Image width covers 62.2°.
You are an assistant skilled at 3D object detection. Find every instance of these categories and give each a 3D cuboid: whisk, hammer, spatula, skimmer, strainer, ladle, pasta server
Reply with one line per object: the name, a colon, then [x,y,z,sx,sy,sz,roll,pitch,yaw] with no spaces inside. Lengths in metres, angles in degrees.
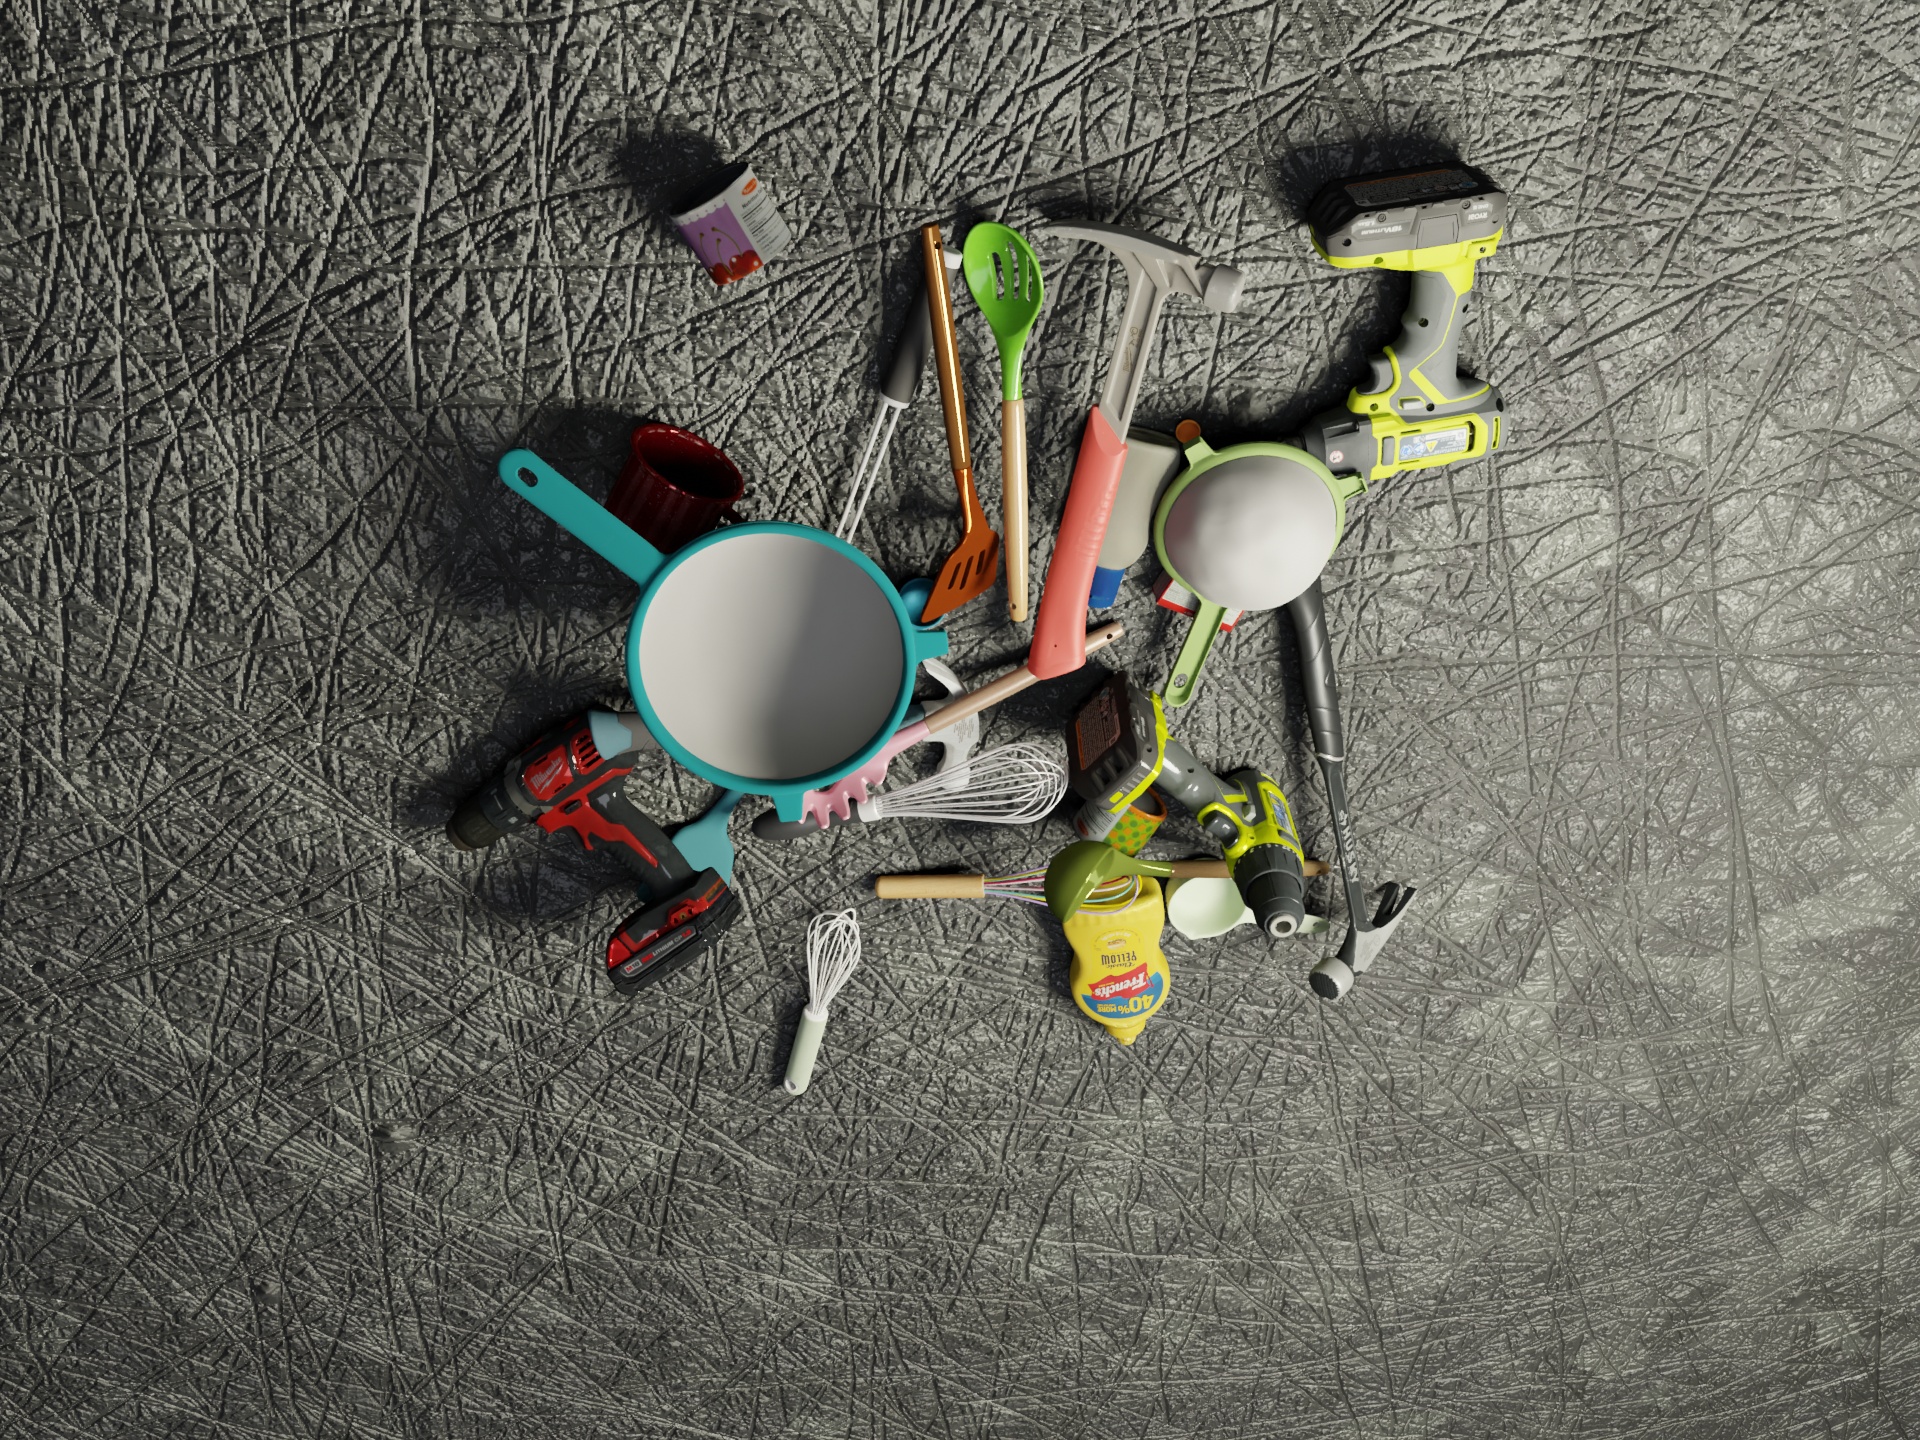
whisk: [0.043,0.147,1.456,0.245,0.051,0.047,-2,146,8]
whisk: [-0.138,0.275,1.533,0.058,0.059,0.246,30,126,19]
whisk: [-0.046,0.068,1.349,0.284,0.070,0.070,-10,124,15]
hammer: [0.097,-0.194,1.223,0.149,0.037,0.358,21,121,12]
hammer: [0.334,0.046,1.408,0.149,0.036,0.408,-35,122,-35]
spatula: [-0.177,0.044,1.378,0.082,0.044,0.317,24,116,-22]
skimmer: [-0.071,-0.181,1.216,0.127,0.090,0.363,18,119,-10]
hammer: [-0.143,0.006,1.331,0.331,0.033,0.128,-2,122,-17]
spatula: [-0.009,-0.217,1.204,0.081,0.041,0.322,-31,130,-30]
strainer: [-0.189,-0.095,1.176,0.340,0.095,0.211,38,105,-15]
ladle: [0.211,0.141,1.417,0.320,0.062,0.078,3,129,-30]
pasta server: [-0.002,-0.004,1.329,0.316,0.040,0.060,-27,116,-5]
strainer: [0.215,-0.097,1.270,0.151,0.069,0.256,11,128,-10]

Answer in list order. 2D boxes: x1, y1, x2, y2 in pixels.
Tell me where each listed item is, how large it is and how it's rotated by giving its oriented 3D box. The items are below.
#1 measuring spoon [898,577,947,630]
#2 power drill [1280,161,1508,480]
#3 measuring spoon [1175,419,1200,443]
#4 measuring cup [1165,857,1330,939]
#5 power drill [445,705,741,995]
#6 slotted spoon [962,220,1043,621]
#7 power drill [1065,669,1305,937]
measuring spoon: [-0.051,-0.057,1.311,0.042,0.021,0.128,26,87,-9]
power drill: [0.326,-0.290,1.197,0.171,0.080,0.223,-9,126,0]
measuring spoon: [0.200,-0.196,1.284,0.021,0.011,0.116,-20,126,14]
measuring cup: [0.272,0.173,1.511,0.167,0.038,0.083,12,121,-15]
power drill: [-0.317,0.120,1.364,0.188,0.080,0.226,-32,98,15]
slotted spoon: [0.039,-0.221,1.213,0.070,0.031,0.313,17,123,35]
power drill: [0.202,0.075,1.353,0.228,0.191,0.080,35,116,-20]
